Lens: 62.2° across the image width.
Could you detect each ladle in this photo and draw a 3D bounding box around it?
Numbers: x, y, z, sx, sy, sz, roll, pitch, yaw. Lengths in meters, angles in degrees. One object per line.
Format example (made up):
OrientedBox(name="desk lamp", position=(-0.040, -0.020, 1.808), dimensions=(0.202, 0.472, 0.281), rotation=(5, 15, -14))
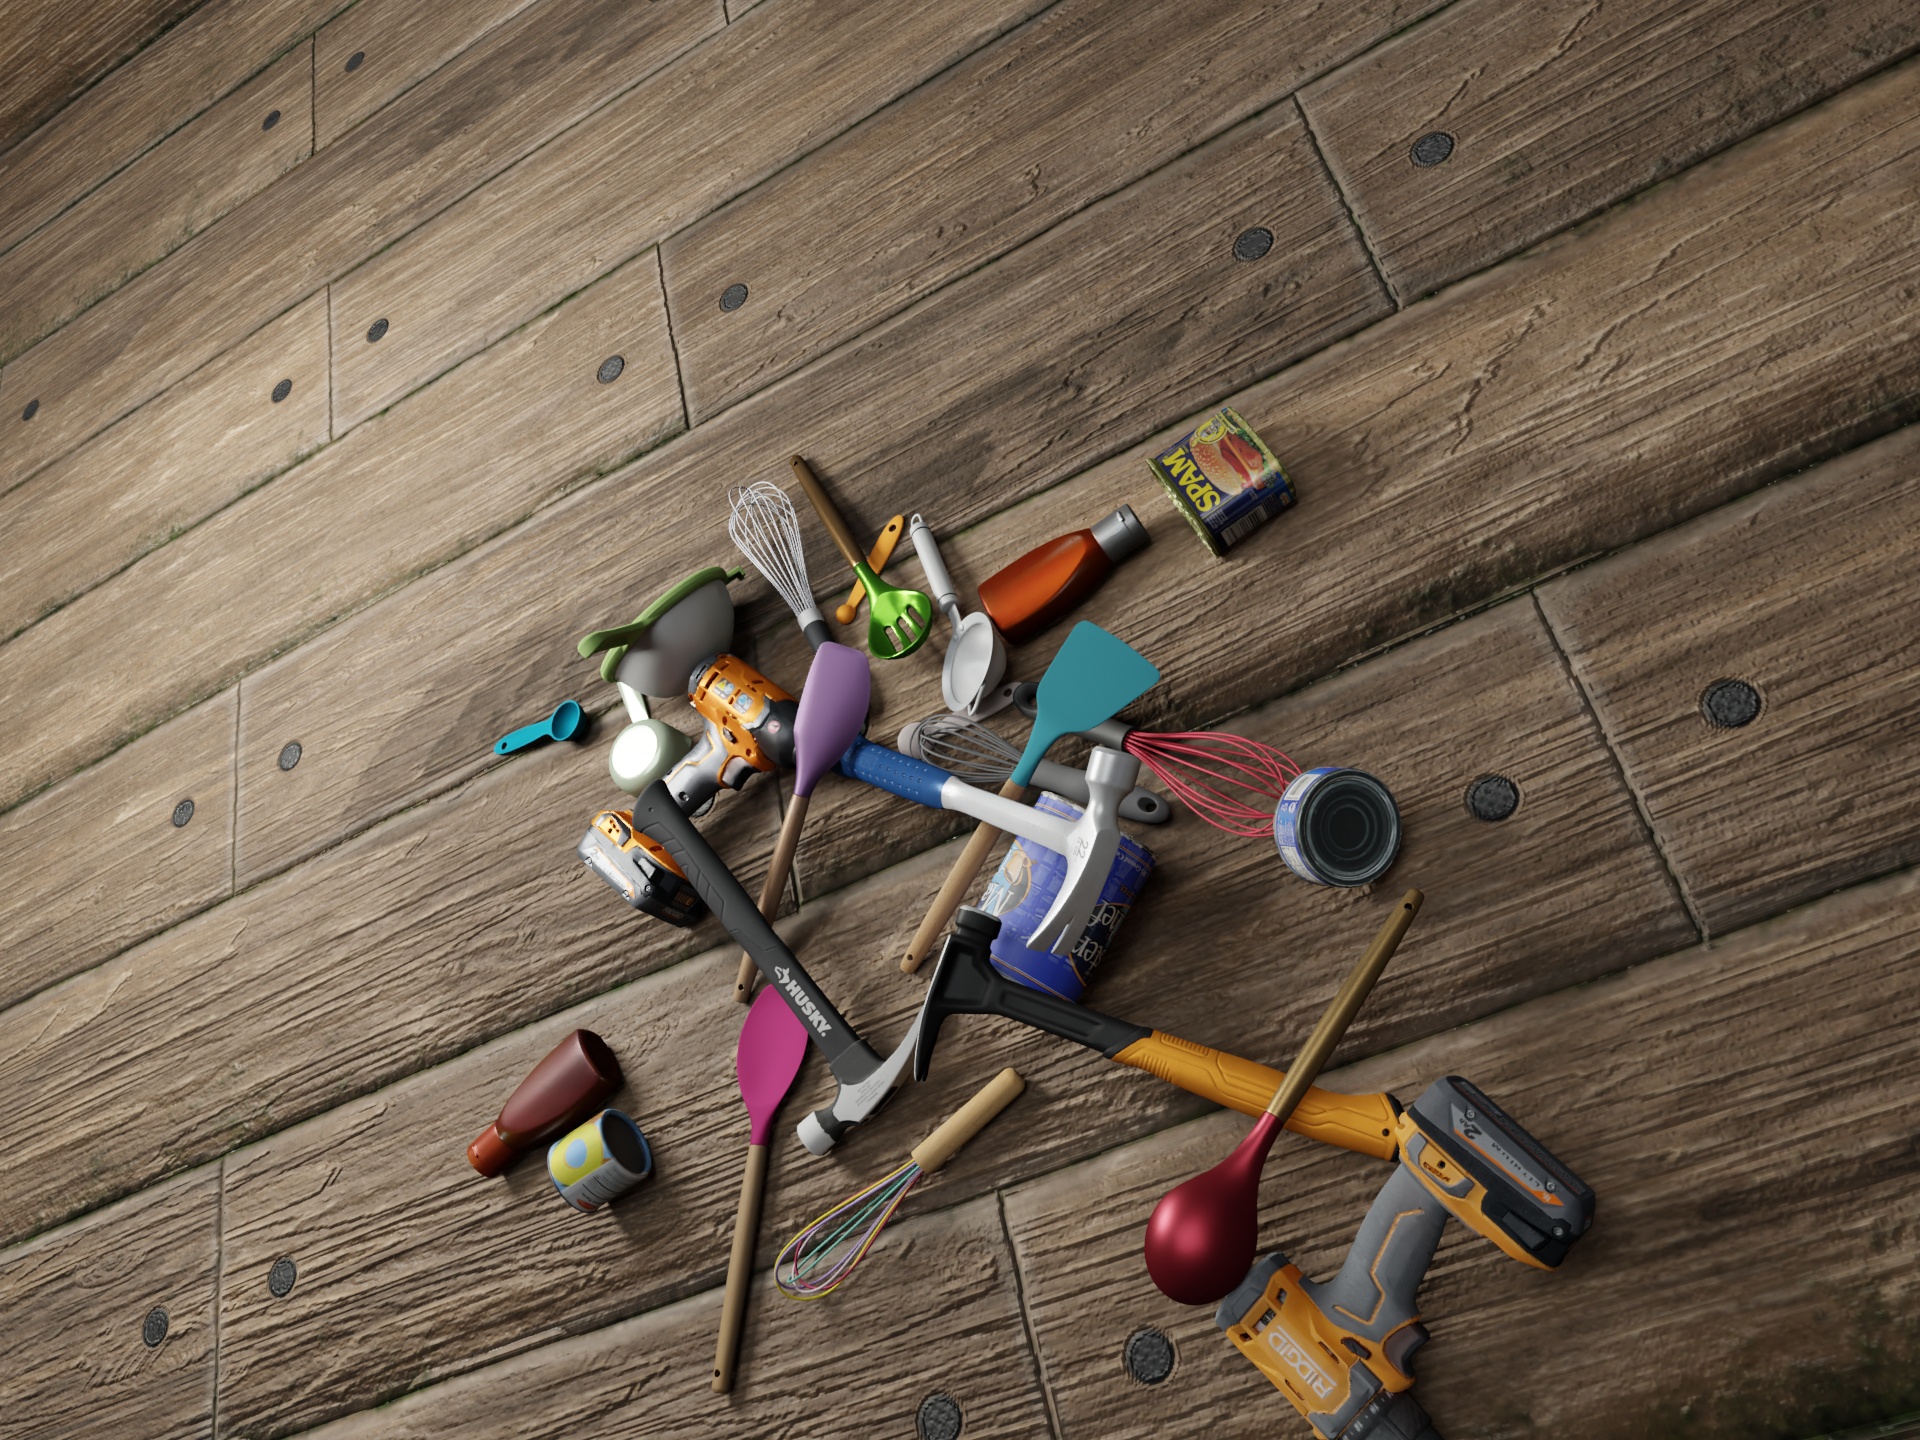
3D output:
OrientedBox(name="ladle", position=(0.221, 0.240, 1.043), dimensions=(0.069, 0.031, 0.315), rotation=(32, 75, 18))

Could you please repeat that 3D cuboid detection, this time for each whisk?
OrientedBox(name="whisk", position=(0.148, 0.022, 1.240), dimensions=(0.296, 0.073, 0.073), rotation=(24, 81, 42))
OrientedBox(name="whisk", position=(-0.044, 0.352, 1.206), dimensions=(0.245, 0.051, 0.047), rotation=(-42, 75, 1))
OrientedBox(name="whisk", position=(0.060, 0.044, 1.284), dimensions=(0.239, 0.055, 0.055), rotation=(16, 77, 30))
OrientedBox(name="whisk", position=(-0.149, -0.115, 1.475), dimensions=(0.070, 0.070, 0.285), rotation=(-35, 60, 11))

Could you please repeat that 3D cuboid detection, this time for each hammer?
OrientedBox(name="hammer", position=(0.136, 0.237, 1.088), dimensions=(0.337, 0.034, 0.127), rotation=(17, 79, 13))
OrientedBox(name="hammer", position=(-0.005, 0.063, 1.215), dimensions=(0.406, 0.035, 0.144), rotation=(16, 90, 60))
OrientedBox(name="hammer", position=(-0.159, 0.176, 1.297), dimensions=(0.146, 0.035, 0.335), rotation=(-42, 71, 3))

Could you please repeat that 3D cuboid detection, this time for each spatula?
OrientedBox(name="spatula", position=(-0.140, 0.089, 1.347), dimensions=(0.060, 0.018, 0.316), rotation=(18, 92, 13))
OrientedBox(name="spatula", position=(0.039, 0.071, 1.258), dimensions=(0.082, 0.044, 0.317), rotation=(37, 106, 23))

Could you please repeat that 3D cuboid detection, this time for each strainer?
OrientedBox(name="strainer", position=(-0.266, -0.062, 1.426), dimensions=(0.151, 0.256, 0.069), rotation=(-44, 89, 13))
OrientedBox(name="strainer", position=(-0.005, -0.096, 1.388), dimensions=(0.086, 0.050, 0.259), rotation=(-56, 39, 35))

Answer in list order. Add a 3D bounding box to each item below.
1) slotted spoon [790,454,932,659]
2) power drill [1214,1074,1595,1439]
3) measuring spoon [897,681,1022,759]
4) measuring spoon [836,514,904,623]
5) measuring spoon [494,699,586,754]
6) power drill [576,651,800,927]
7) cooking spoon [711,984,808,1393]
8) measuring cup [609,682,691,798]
OrientedBox(name="slotted spoon", position=(-0.099, -0.157, 1.469), dimensions=(0.070, 0.031, 0.314), rotation=(-41, 49, 10))
OrientedBox(name="power drill", position=(0.291, 0.357, 0.977), dimensions=(0.185, 0.084, 0.226), rotation=(43, 101, 29))
OrientedBox(name="measuring spoon", position=(-0.002, -0.004, 1.357), dimensions=(0.124, 0.018, 0.034), rotation=(-28, 57, 15))
OrientedBox(name="measuring spoon", position=(-0.084, -0.141, 1.473), dimensions=(0.021, 0.011, 0.117), rotation=(23, 80, 35))
OrientedBox(name="measuring spoon", position=(-0.418, 0.015, 1.591), dimensions=(0.128, 0.021, 0.042), rotation=(-19, 60, 32))
OrientedBox(name="power drill", position=(-0.220, 0.066, 1.407), dimensions=(0.164, 0.084, 0.226), rotation=(33, 86, 36))
OrientedBox(name="cooking spoon", position=(-0.166, 0.368, 1.276), dimensions=(0.069, 0.017, 0.319), rotation=(-6, 65, 29))
OrientedBox(name="measuring cup", position=(-0.312, 0.001, 1.518), dimensions=(0.083, 0.038, 0.168), rotation=(-34, 57, 12))
